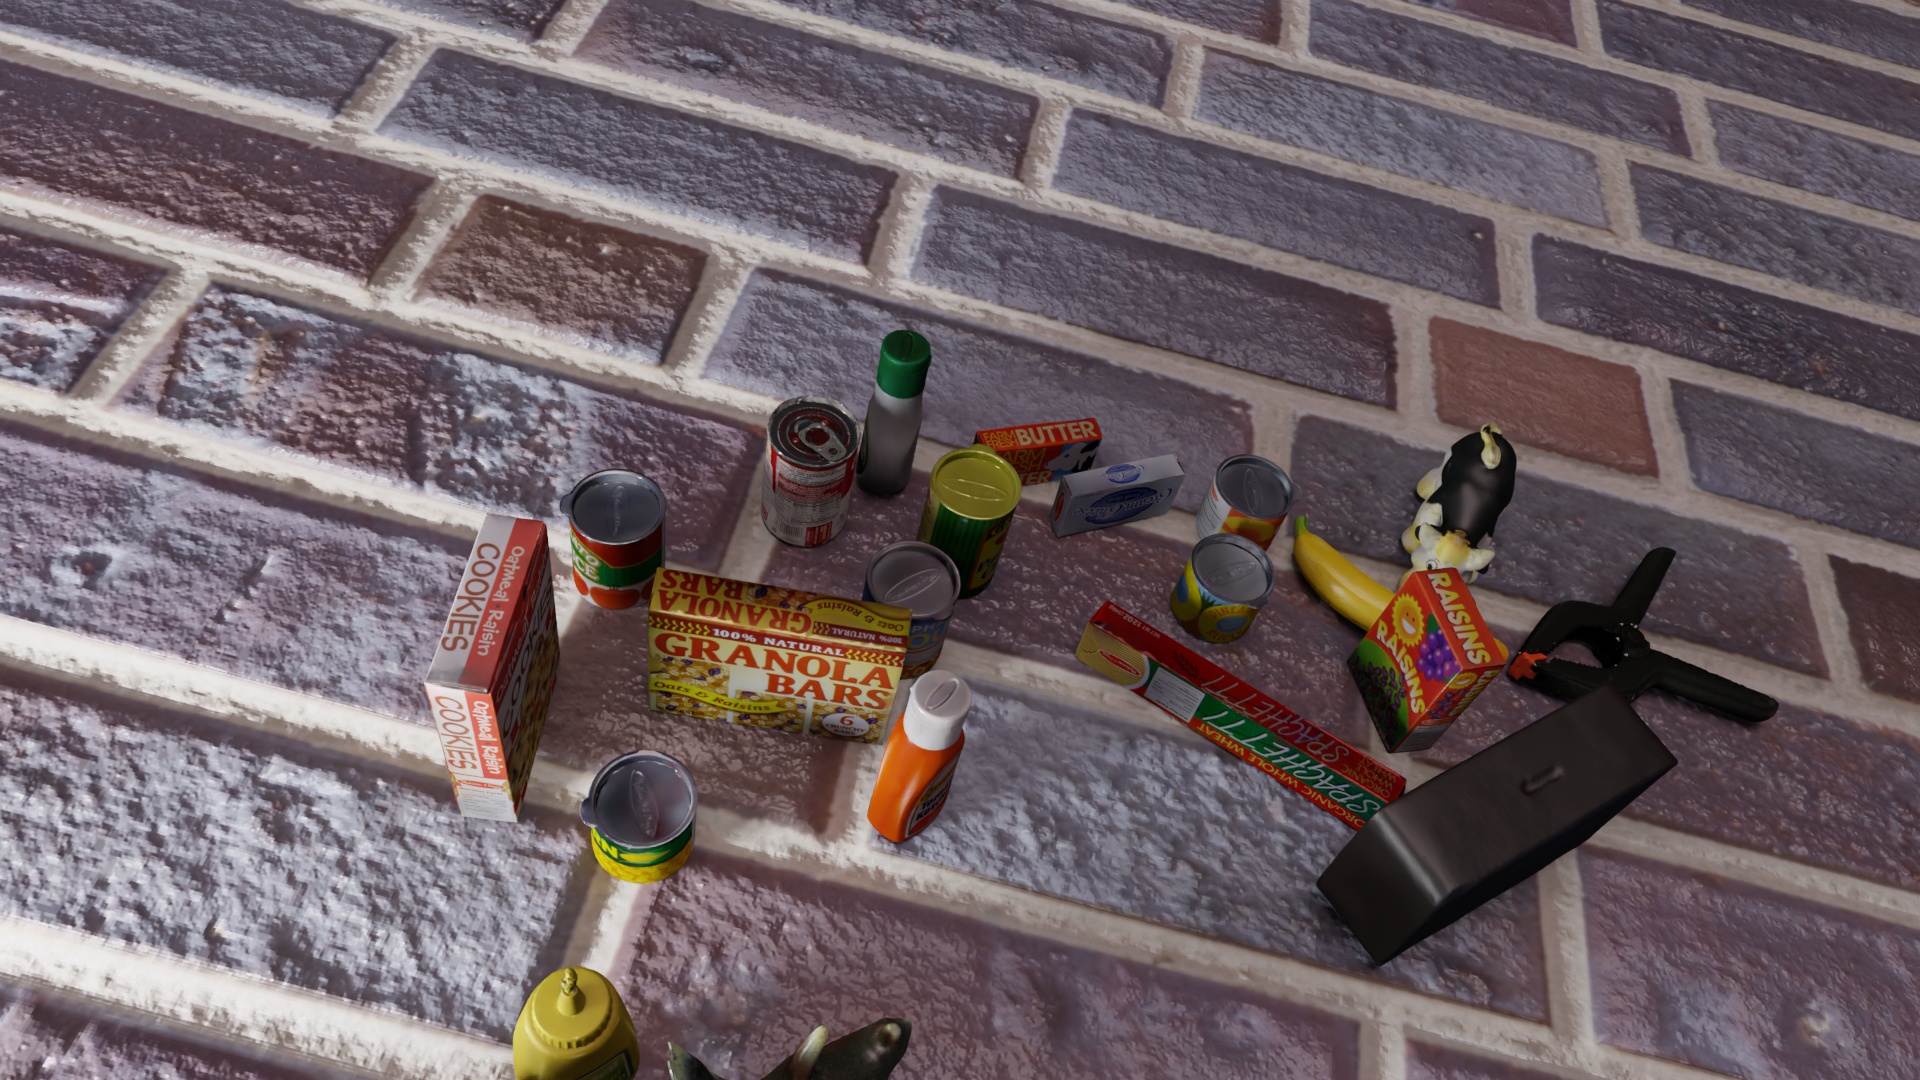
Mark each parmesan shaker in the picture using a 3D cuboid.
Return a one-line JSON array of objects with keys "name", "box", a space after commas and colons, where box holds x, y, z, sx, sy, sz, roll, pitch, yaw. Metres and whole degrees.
[{"name": "parmesan shaker", "box": [0.004, -0.013, 1.035, 0.071, 0.102, 0.071, 6, 52, -8]}]

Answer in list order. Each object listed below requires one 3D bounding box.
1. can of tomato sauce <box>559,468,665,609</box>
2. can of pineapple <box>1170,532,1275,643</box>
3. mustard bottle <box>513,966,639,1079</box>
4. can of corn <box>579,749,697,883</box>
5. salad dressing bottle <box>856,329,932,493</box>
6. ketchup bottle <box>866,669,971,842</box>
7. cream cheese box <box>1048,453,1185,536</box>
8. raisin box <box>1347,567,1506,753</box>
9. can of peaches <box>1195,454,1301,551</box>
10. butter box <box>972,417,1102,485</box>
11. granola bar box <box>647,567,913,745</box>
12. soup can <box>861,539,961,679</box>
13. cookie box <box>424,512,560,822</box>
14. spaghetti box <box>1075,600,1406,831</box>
[{"name": "can of tomato sauce", "box": [-0.245, 0.001, 0.985, 0.071, 0.082, 0.071, 6, 52, -8]}, {"name": "can of pineapple", "box": [0.201, 0.039, 1.067, 0.071, 0.057, 0.071, 6, 52, -8]}, {"name": "mustard bottle", "box": [-0.206, 0.264, 0.741, 0.065, 0.159, 0.049, -26, 62, -28]}, {"name": "can of corn", "box": [-0.202, 0.176, 0.875, 0.071, 0.058, 0.071, 6, 52, -8]}, {"name": "salad dressing bottle", "box": [-0.050, -0.097, 1.060, 0.044, 0.146, 0.064, 12, 52, -3]}, {"name": "ketchup bottle", "box": [-0.024, 0.135, 0.887, 0.043, 0.148, 0.065, 36, 54, 15]}, {"name": "cream cheese box", "box": [0.124, -0.036, 1.110, 0.104, 0.053, 0.024, -12, 57, -20]}, {"name": "raisin box", "box": [0.338, 0.089, 1.015, 0.040, 0.122, 0.086, -4, 54, -15]}, {"name": "can of peaches", "box": [0.232, -0.026, 1.122, 0.071, 0.057, 0.071, 6, 52, -8]}, {"name": "butter box", "box": [0.060, -0.070, 1.122, 0.104, 0.052, 0.024, -7, 55, -17]}, {"name": "granola bar box", "box": [-0.123, 0.080, 0.923, 0.166, 0.123, 0.039, 10, 52, -5]}, {"name": "soup can", "box": [-0.038, 0.053, 0.988, 0.071, 0.083, 0.072, 6, 52, -8]}, {"name": "cookie box", "box": [-0.284, 0.082, 0.861, 0.040, 0.166, 0.123, 9, 52, -6]}, {"name": "spaghetti box", "box": [0.200, 0.128, 1.003, 0.250, 0.049, 0.029, 31, 53, 12]}]
